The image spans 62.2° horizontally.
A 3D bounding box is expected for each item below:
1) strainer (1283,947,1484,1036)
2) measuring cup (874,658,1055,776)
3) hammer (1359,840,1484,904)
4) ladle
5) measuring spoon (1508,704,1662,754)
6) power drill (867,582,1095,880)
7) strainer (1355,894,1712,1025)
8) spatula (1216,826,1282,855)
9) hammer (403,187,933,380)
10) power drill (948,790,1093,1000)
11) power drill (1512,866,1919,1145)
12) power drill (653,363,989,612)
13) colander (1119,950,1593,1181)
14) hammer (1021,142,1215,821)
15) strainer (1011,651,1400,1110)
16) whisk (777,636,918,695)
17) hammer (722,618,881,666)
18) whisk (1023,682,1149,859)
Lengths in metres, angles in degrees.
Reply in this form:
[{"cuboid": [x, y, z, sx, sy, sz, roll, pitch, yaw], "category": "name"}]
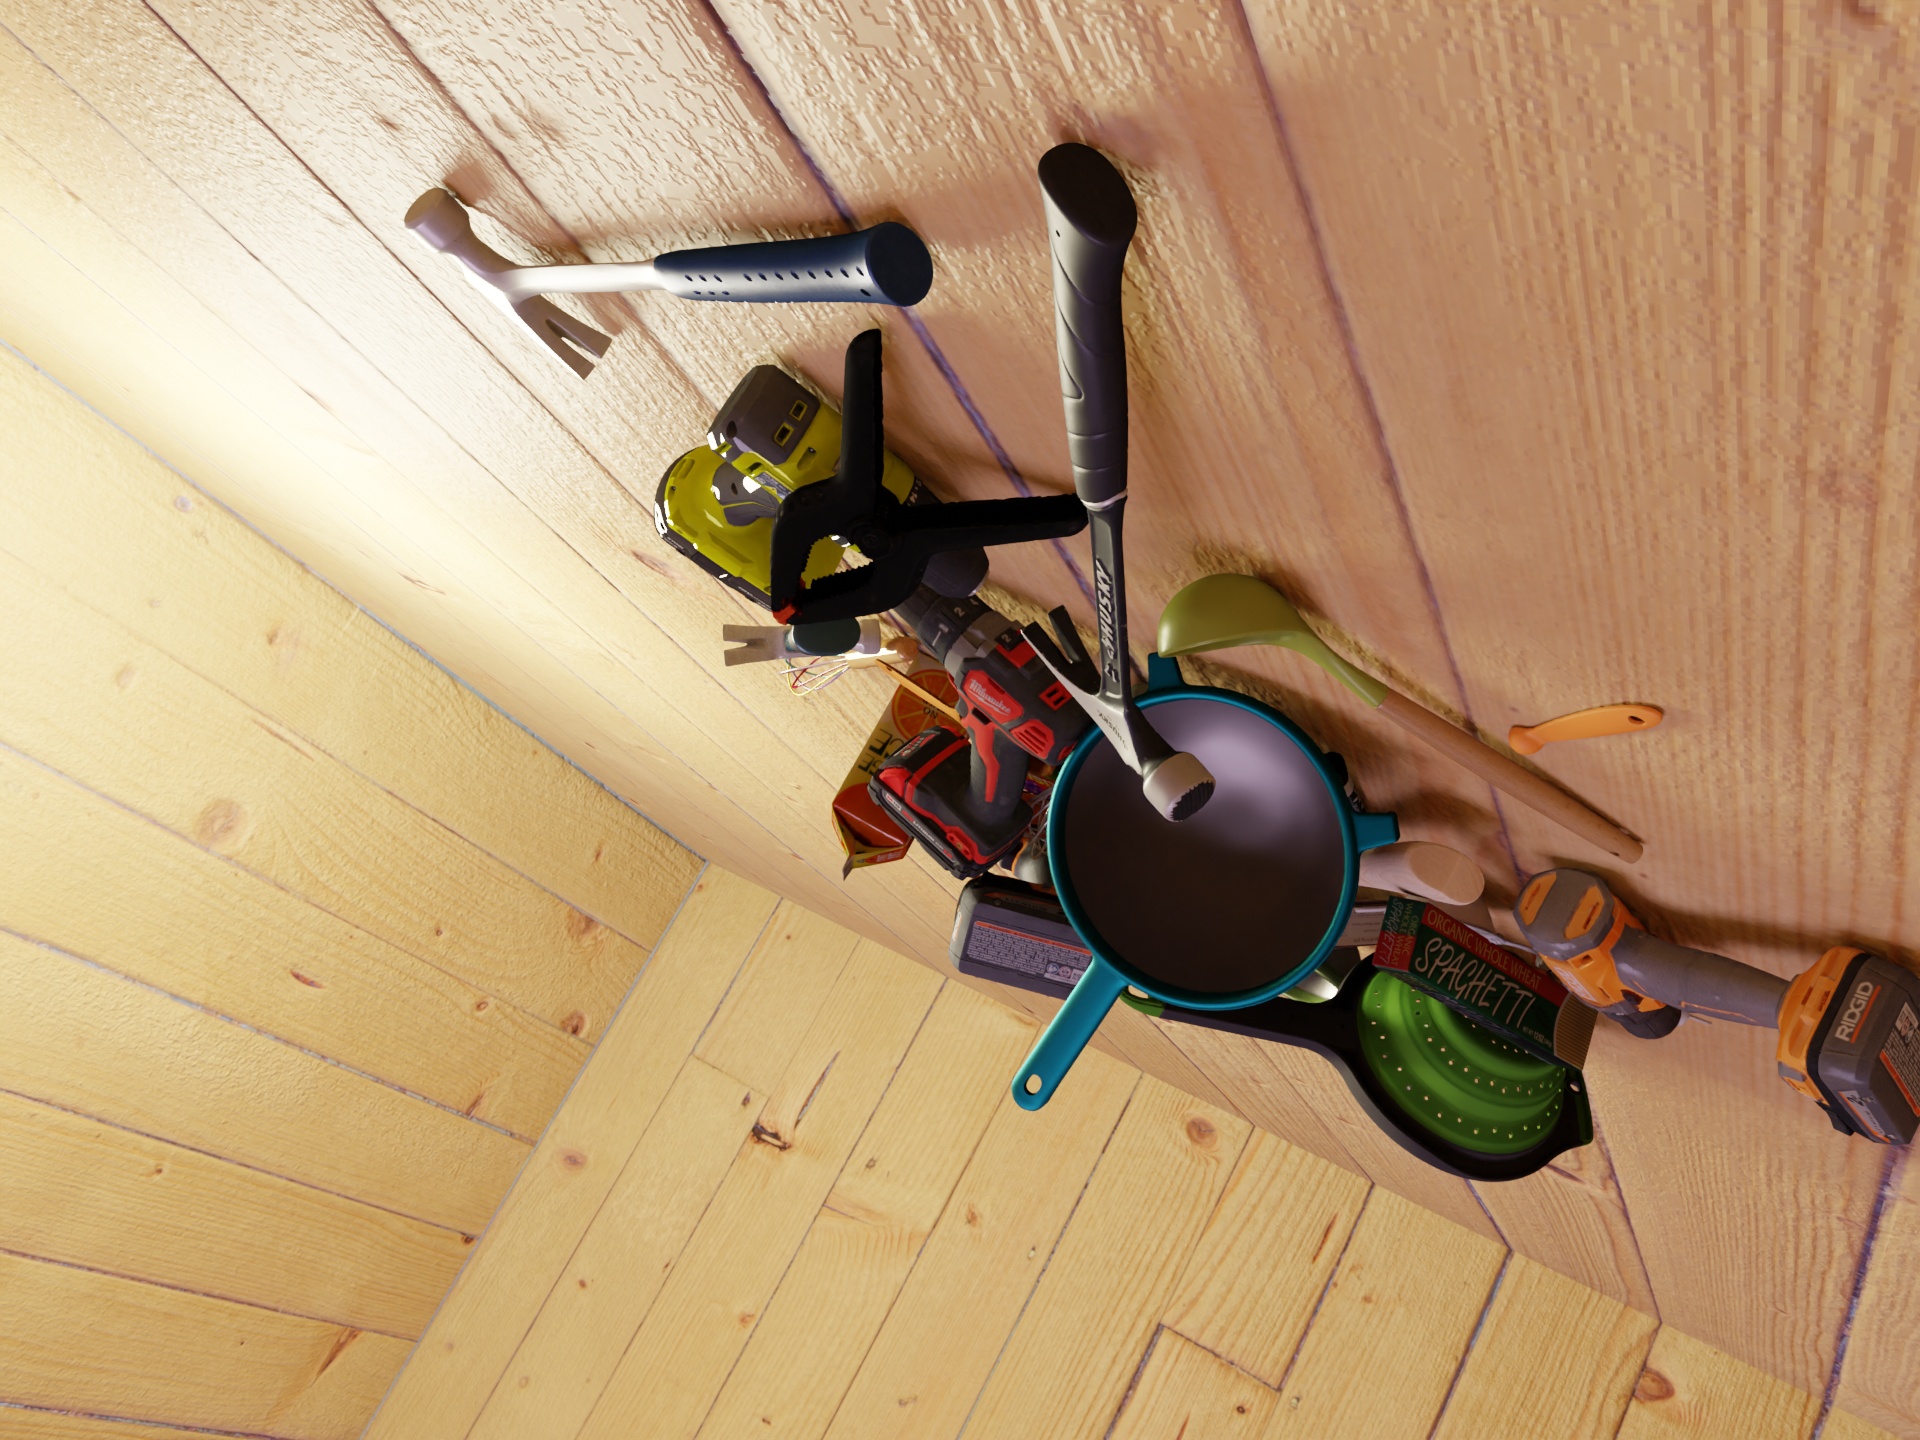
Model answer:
[{"cuboid": [0.339, 0.211, 1.378, 0.256, 0.069, 0.151, 19, 160, 35], "category": "strainer"}, {"cuboid": [0.014, -0.022, 1.260, 0.174, 0.052, 0.095, 31, 164, 19], "category": "measuring cup"}, {"cuboid": [0.255, 0.105, 1.186, 0.146, 0.038, 0.411, 32, 170, -16], "category": "hammer"}, {"cuboid": [0.252, 0.011, 0.892, 0.320, 0.062, 0.078, 30, 168, -11], "category": "ladle"}, {"cuboid": [0.321, 0.006, 0.824, 0.021, 0.011, 0.117, 32, 166, -9], "category": "measuring spoon"}, {"cuboid": [-0.002, -0.004, 1.161, 0.188, 0.080, 0.226, 43, 146, 14], "category": "power drill"}, {"cuboid": [0.412, 0.164, 1.137, 0.258, 0.050, 0.087, 23, 172, 5], "category": "strainer"}, {"cuboid": [0.211, 0.126, 1.253, 0.082, 0.044, 0.317, 29, 175, 3], "category": "spatula"}, {"cuboid": [-0.160, -0.241, 0.874, 0.406, 0.035, 0.143, 15, 159, 45], "category": "hammer"}, {"cuboid": [0.051, 0.131, 1.340, 0.164, 0.084, 0.227, 15, -154, 1], "category": "power drill"}, {"cuboid": [0.476, 0.178, 0.984, 0.226, 0.084, 0.185, 20, 164, 50], "category": "power drill"}, {"cuboid": [-0.097, -0.134, 1.043, 0.190, 0.080, 0.228, 35, 162, -20], "category": "power drill"}, {"cuboid": [0.320, 0.223, 1.217, 0.397, 0.205, 0.094, 13, 136, -8], "category": "colander"}, {"cuboid": [0.068, -0.102, 0.770, 0.149, 0.036, 0.408, 51, 166, 30], "category": "hammer"}, {"cuboid": [0.141, 0.129, 1.080, 0.211, 0.340, 0.095, 39, -156, 20], "category": "strainer"}, {"cuboid": [-0.101, -0.051, 1.404, 0.051, 0.047, 0.245, 37, 161, -23], "category": "whisk"}, {"cuboid": [-0.107, -0.060, 1.150, 0.128, 0.033, 0.331, -4, -178, -8], "category": "hammer"}, {"cuboid": [0.096, 0.040, 1.202, 0.058, 0.059, 0.246, 23, 146, -5], "category": "whisk"}]
